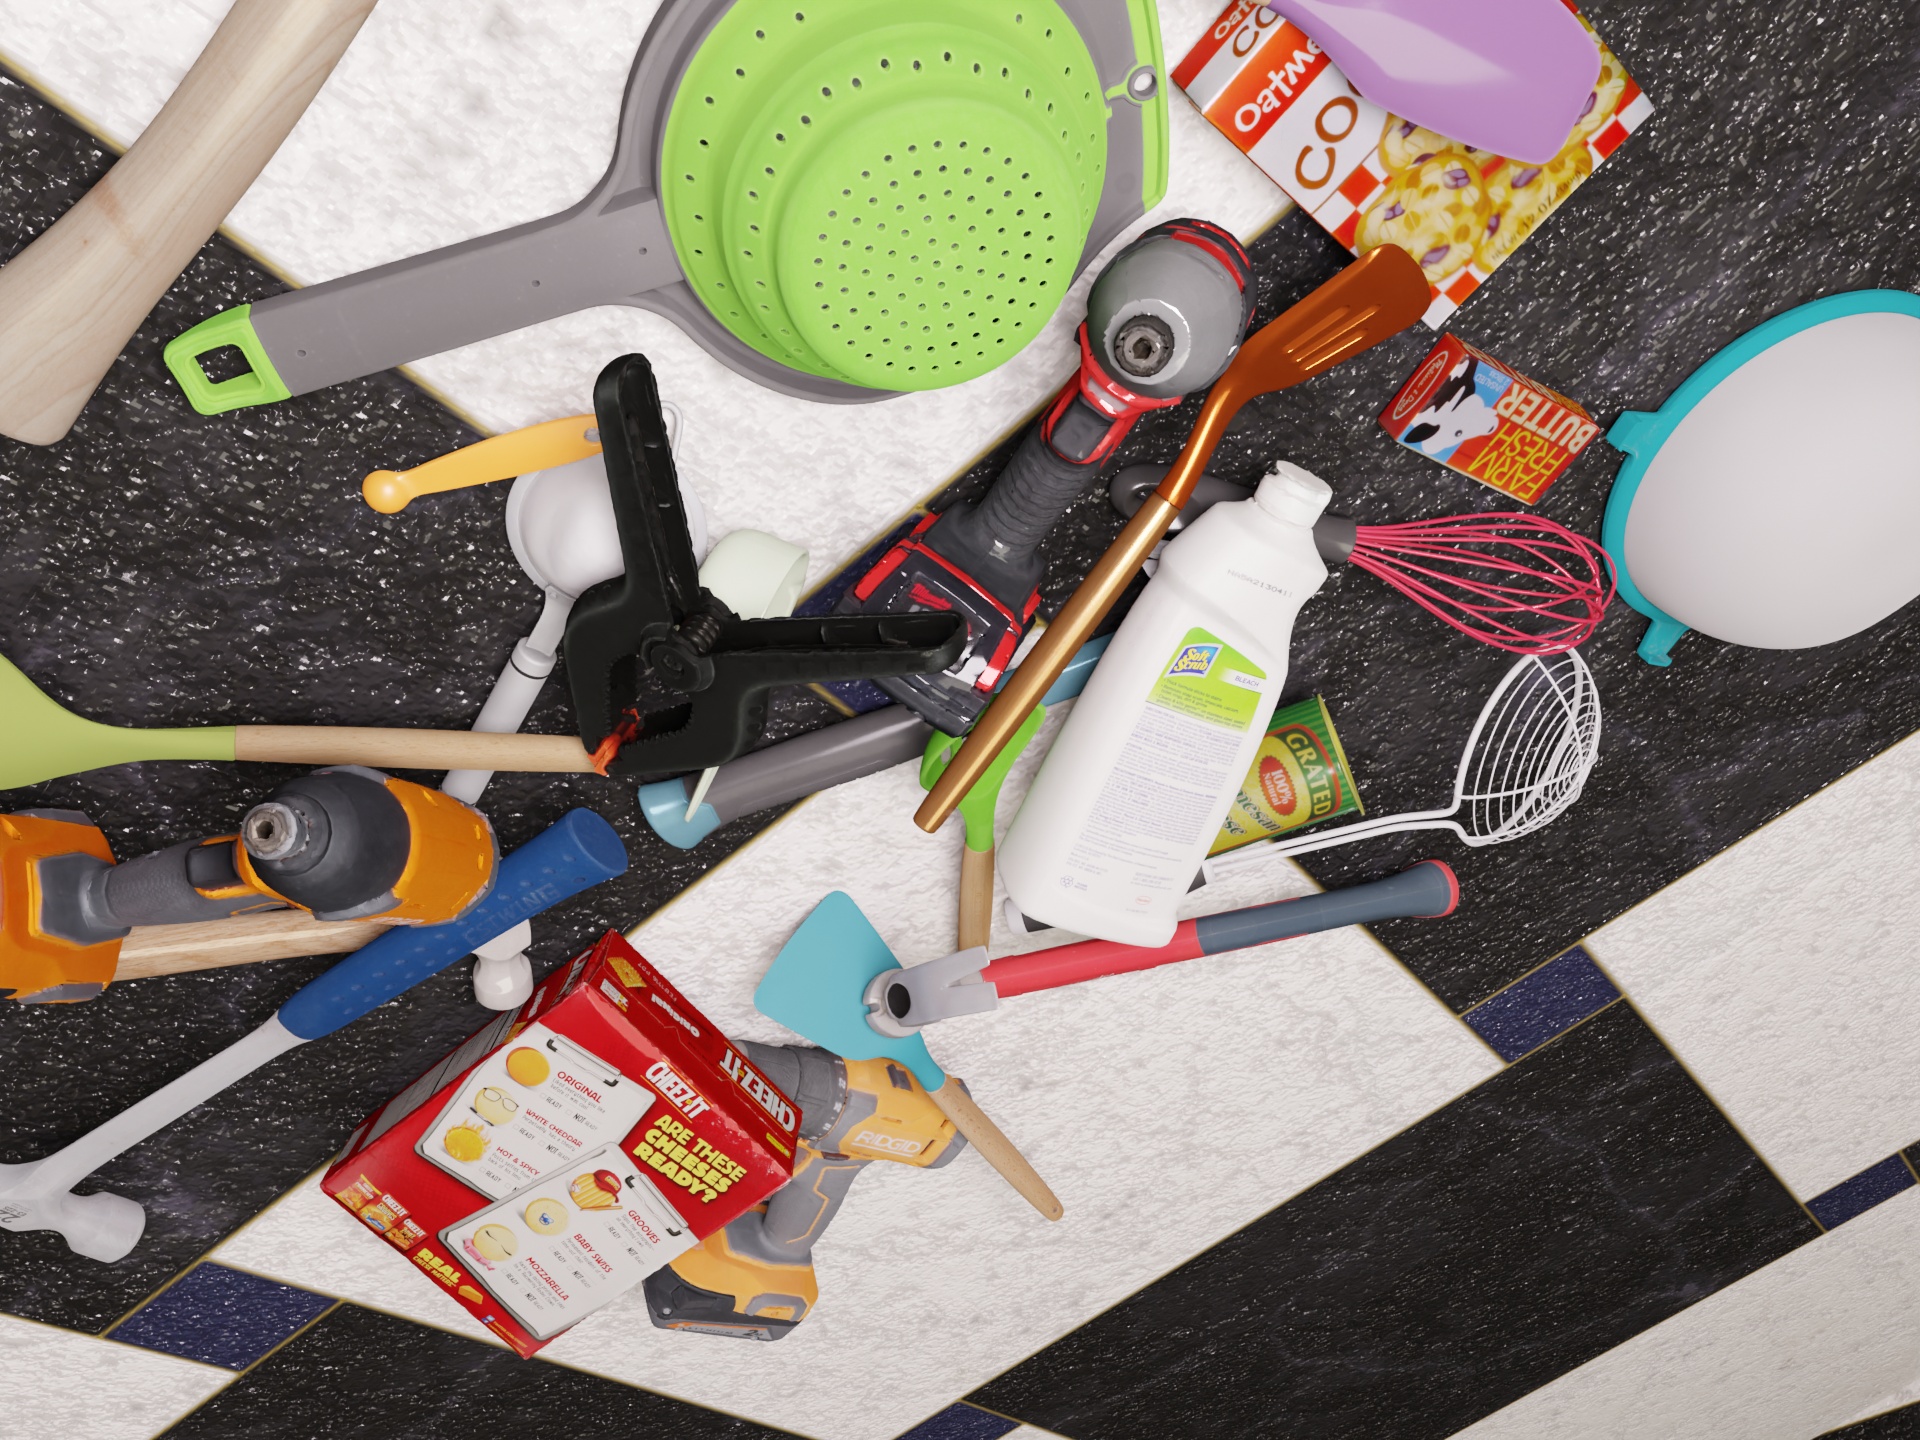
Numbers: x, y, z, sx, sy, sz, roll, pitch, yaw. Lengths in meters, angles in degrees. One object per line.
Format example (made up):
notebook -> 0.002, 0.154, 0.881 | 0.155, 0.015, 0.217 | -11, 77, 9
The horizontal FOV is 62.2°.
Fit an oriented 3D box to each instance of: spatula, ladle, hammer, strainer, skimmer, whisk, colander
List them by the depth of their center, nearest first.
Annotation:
hammer -> -0.203, -0.239, 0.526 | 0.410, 0.038, 0.146 | -43, 132, 20
spatula -> 0.089, -0.273, 0.565 | 0.315, 0.018, 0.059 | 14, 119, -14
colander -> -0.098, -0.166, 0.587 | 0.397, 0.095, 0.204 | -18, 134, -3
ladle -> -0.286, 0.001, 0.693 | 0.320, 0.062, 0.078 | 3, 140, -20
spatula -> 0.082, -0.072, 0.697 | 0.322, 0.041, 0.081 | -53, 154, 13
strainer -> -0.189, -0.032, 0.719 | 0.086, 0.050, 0.258 | 26, 123, -18
hammer -> -0.383, 0.109, 0.784 | 0.331, 0.031, 0.130 | -4, 133, -15
hammer -> -0.343, 0.155, 0.793 | 0.405, 0.035, 0.143 | -31, 135, 13
whisk -> 0.209, -0.085, 0.799 | 0.295, 0.073, 0.073 | 10, 127, -19
hammer -> -0.001, -0.003, 0.815 | 0.331, 0.033, 0.128 | -19, 135, -2
strainer -> 0.515, -0.137, 0.828 | 0.340, 0.095, 0.210 | -26, 134, 7
hammer -> 0.144, 0.123, 0.918 | 0.386, 0.038, 0.143 | -7, 168, -26
skimmer -> 0.199, 0.050, 0.937 | 0.363, 0.090, 0.127 | -15, 135, 9
spatula -> -0.011, 0.228, 0.973 | 0.082, 0.044, 0.317 | -53, 133, -22

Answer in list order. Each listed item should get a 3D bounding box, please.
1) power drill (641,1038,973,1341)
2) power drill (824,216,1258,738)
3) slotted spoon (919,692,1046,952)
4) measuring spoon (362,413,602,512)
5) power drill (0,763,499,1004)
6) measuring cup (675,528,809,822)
power drill -> -0.123, 0.292, 1.013 | 0.185, 0.084, 0.226 | 23, 116, -35
power drill -> 0.038, -0.104, 0.661 | 0.078, 0.143, 0.219 | 37, 118, -3
slotted spoon -> 0.008, 0.080, 0.867 | 0.070, 0.031, 0.313 | -25, 148, -18
measuring spoon -> -0.193, -0.105, 0.657 | 0.117, 0.011, 0.021 | -14, 134, 6
power drill -> -0.329, 0.065, 0.664 | 0.226, 0.084, 0.164 | -9, 170, 2
measuring cup -> -0.117, -0.017, 0.737 | 0.038, 0.083, 0.167 | 27, 127, -1
